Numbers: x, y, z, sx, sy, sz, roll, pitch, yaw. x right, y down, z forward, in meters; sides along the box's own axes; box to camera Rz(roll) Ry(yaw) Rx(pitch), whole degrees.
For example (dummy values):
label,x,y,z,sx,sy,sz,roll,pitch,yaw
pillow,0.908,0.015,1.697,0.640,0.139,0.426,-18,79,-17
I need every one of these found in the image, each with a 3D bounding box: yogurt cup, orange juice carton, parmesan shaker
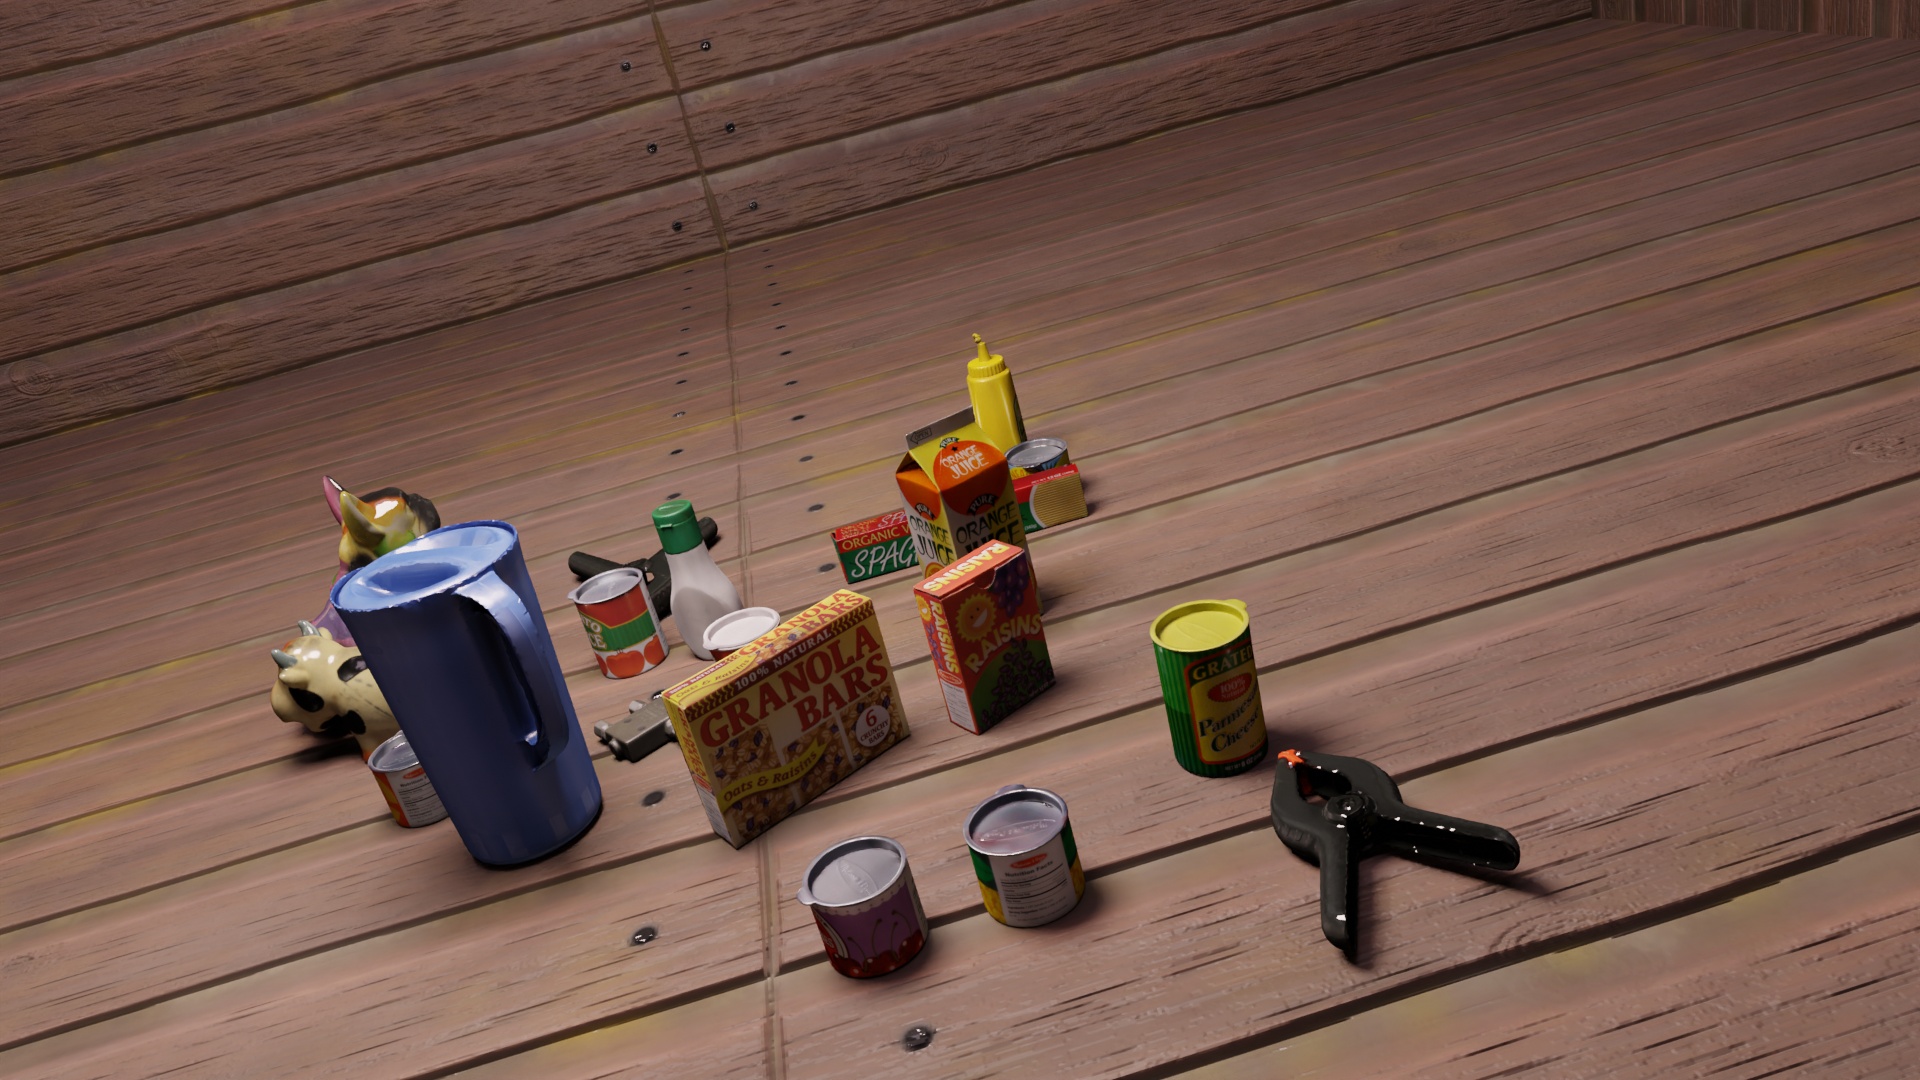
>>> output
label,x,y,z,sx,sy,sz,roll,pitch,yaw
yogurt cup,-0.184,0.097,1.210,0.072,0.053,0.073,-12,24,6
orange juice carton,0.004,-0.015,1.178,0.072,0.192,0.073,-27,27,-26
parmesan shaker,0.173,0.100,0.946,0.071,0.102,0.071,-12,24,6

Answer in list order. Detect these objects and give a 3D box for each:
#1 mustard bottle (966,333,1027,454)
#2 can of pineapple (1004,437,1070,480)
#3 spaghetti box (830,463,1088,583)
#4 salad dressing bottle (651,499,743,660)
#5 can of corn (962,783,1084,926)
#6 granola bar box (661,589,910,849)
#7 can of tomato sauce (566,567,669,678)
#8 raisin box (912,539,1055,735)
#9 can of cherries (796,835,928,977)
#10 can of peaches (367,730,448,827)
label,x,y,z,sx,sy,sz,roll,pitch,yaw
mustard bottle,0.037,-0.145,1.478,0.049,0.159,0.065,-11,24,9
can of pineapple,0.080,-0.064,1.405,0.071,0.057,0.071,-12,24,6
spaghetti box,0.000,-0.017,1.357,0.250,0.050,0.029,-16,24,-3
salad dressing bottle,-0.239,0.036,1.259,0.064,0.147,0.044,-7,25,17
can of corn,0.040,0.196,0.867,0.071,0.058,0.071,-12,24,6
granola bar box,-0.125,0.128,1.024,0.166,0.123,0.039,-30,28,-31
can of tomato sauce,-0.317,0.078,1.290,0.071,0.082,0.071,-12,24,6
raisin box,0.020,0.073,1.063,0.086,0.123,0.040,-29,28,-30
can of cherries,-0.061,0.226,0.857,0.071,0.058,0.072,-12,24,6
can of peaches,-0.443,0.192,1.143,0.071,0.057,0.071,-12,24,6
